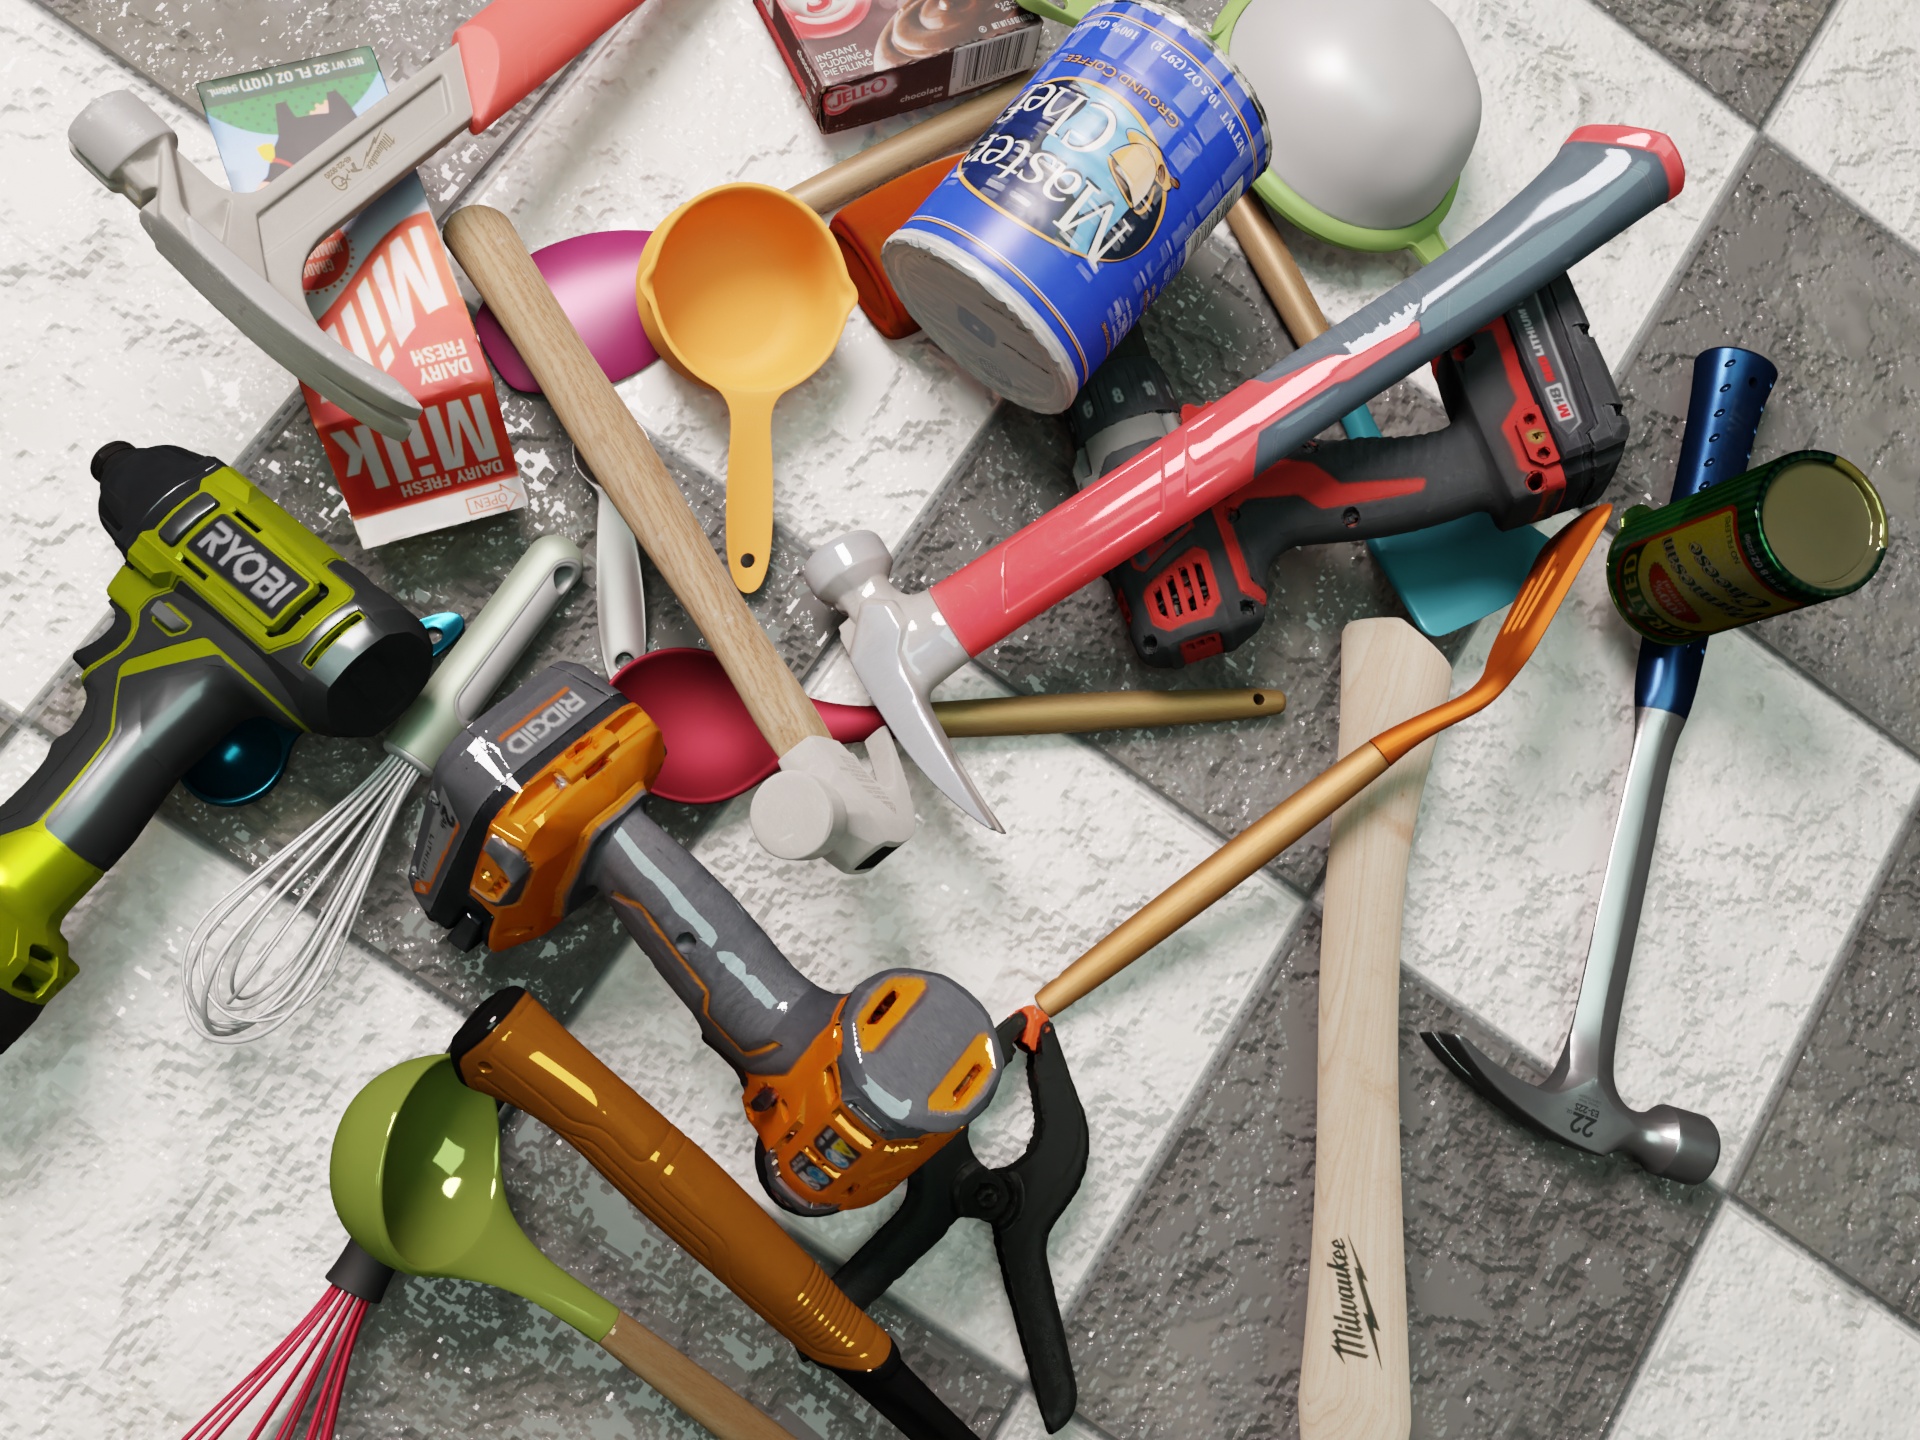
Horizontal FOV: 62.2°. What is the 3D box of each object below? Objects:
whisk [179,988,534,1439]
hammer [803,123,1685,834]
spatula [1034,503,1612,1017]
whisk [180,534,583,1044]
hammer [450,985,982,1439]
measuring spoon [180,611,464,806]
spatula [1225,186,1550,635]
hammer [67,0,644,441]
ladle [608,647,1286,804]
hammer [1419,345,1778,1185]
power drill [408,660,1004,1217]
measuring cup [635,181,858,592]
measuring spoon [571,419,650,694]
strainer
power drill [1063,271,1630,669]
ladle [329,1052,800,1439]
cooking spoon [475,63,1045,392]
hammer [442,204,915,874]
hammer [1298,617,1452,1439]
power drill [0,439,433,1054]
[{"bbox_3d":[-0.243,0.237,0.610,0.073,0.073,0.296,29,70,-6],"label":"whisk"},{"bbox_3d":[0.129,-0.108,0.654,0.386,0.038,0.143,-33,76,6],"label":"hammer"},{"bbox_3d":[0.158,0.022,0.698,0.322,0.081,0.041,-38,86,2],"label":"spatula"},{"bbox_3d":[-0.230,0.022,0.650,0.059,0.057,0.246,24,71,24],"label":"whisk"},{"bbox_3d":[-0.054,0.219,0.597,0.336,0.127,0.034,46,35,-10],"label":"hammer"},{"bbox_3d":[-0.262,-0.005,0.665,0.128,0.021,0.042,-36,73,-23],"label":"measuring spoon"},{"bbox_3d":[0.175,-0.190,0.767,0.082,0.044,0.317,-28,87,-9],"label":"spatula"},{"bbox_3d":[-0.174,-0.277,0.661,0.149,0.037,0.359,43,58,-14],"label":"hammer"},{"bbox_3d":[-0.001,-0.002,0.710,0.315,0.031,0.069,-3,78,-14],"label":"ladle"},{"bbox_3d":[0.333,0.005,0.773,0.144,0.035,0.406,19,78,-8],"label":"hammer"},{"bbox_3d":[-0.104,0.101,0.618,0.226,0.164,0.084,40,49,5],"label":"power drill"},{"bbox_3d":[-0.099,-0.146,0.705,0.095,0.052,0.173,-3,104,-23],"label":"measuring cup"},{"bbox_3d":[-0.150,-0.073,0.699,0.034,0.018,0.124,-3,89,-5],"label":"measuring spoon"},{"bbox_3d":[0.149,-0.316,0.739,0.256,0.069,0.152,11,71,-23],"label":"strainer"},{"bbox_3d":[0.156,-0.142,0.714,0.226,0.080,0.188,-19,77,9],"label":"power drill"},{"bbox_3d":[-0.110,0.245,0.616,0.320,0.062,0.078,43,33,-14],"label":"ladle"},{"bbox_3d":[-0.074,-0.240,0.736,0.319,0.017,0.069,-31,91,-14],"label":"cooking spoon"},{"bbox_3d":[-0.119,-0.080,0.641,0.031,0.130,0.331,-37,74,10],"label":"hammer"},{"bbox_3d":[0.167,0.152,0.703,0.146,0.038,0.411,2,74,16],"label":"hammer"},{"bbox_3d":[-0.338,-0.001,0.606,0.171,0.080,0.223,36,72,18],"label":"power drill"}]
